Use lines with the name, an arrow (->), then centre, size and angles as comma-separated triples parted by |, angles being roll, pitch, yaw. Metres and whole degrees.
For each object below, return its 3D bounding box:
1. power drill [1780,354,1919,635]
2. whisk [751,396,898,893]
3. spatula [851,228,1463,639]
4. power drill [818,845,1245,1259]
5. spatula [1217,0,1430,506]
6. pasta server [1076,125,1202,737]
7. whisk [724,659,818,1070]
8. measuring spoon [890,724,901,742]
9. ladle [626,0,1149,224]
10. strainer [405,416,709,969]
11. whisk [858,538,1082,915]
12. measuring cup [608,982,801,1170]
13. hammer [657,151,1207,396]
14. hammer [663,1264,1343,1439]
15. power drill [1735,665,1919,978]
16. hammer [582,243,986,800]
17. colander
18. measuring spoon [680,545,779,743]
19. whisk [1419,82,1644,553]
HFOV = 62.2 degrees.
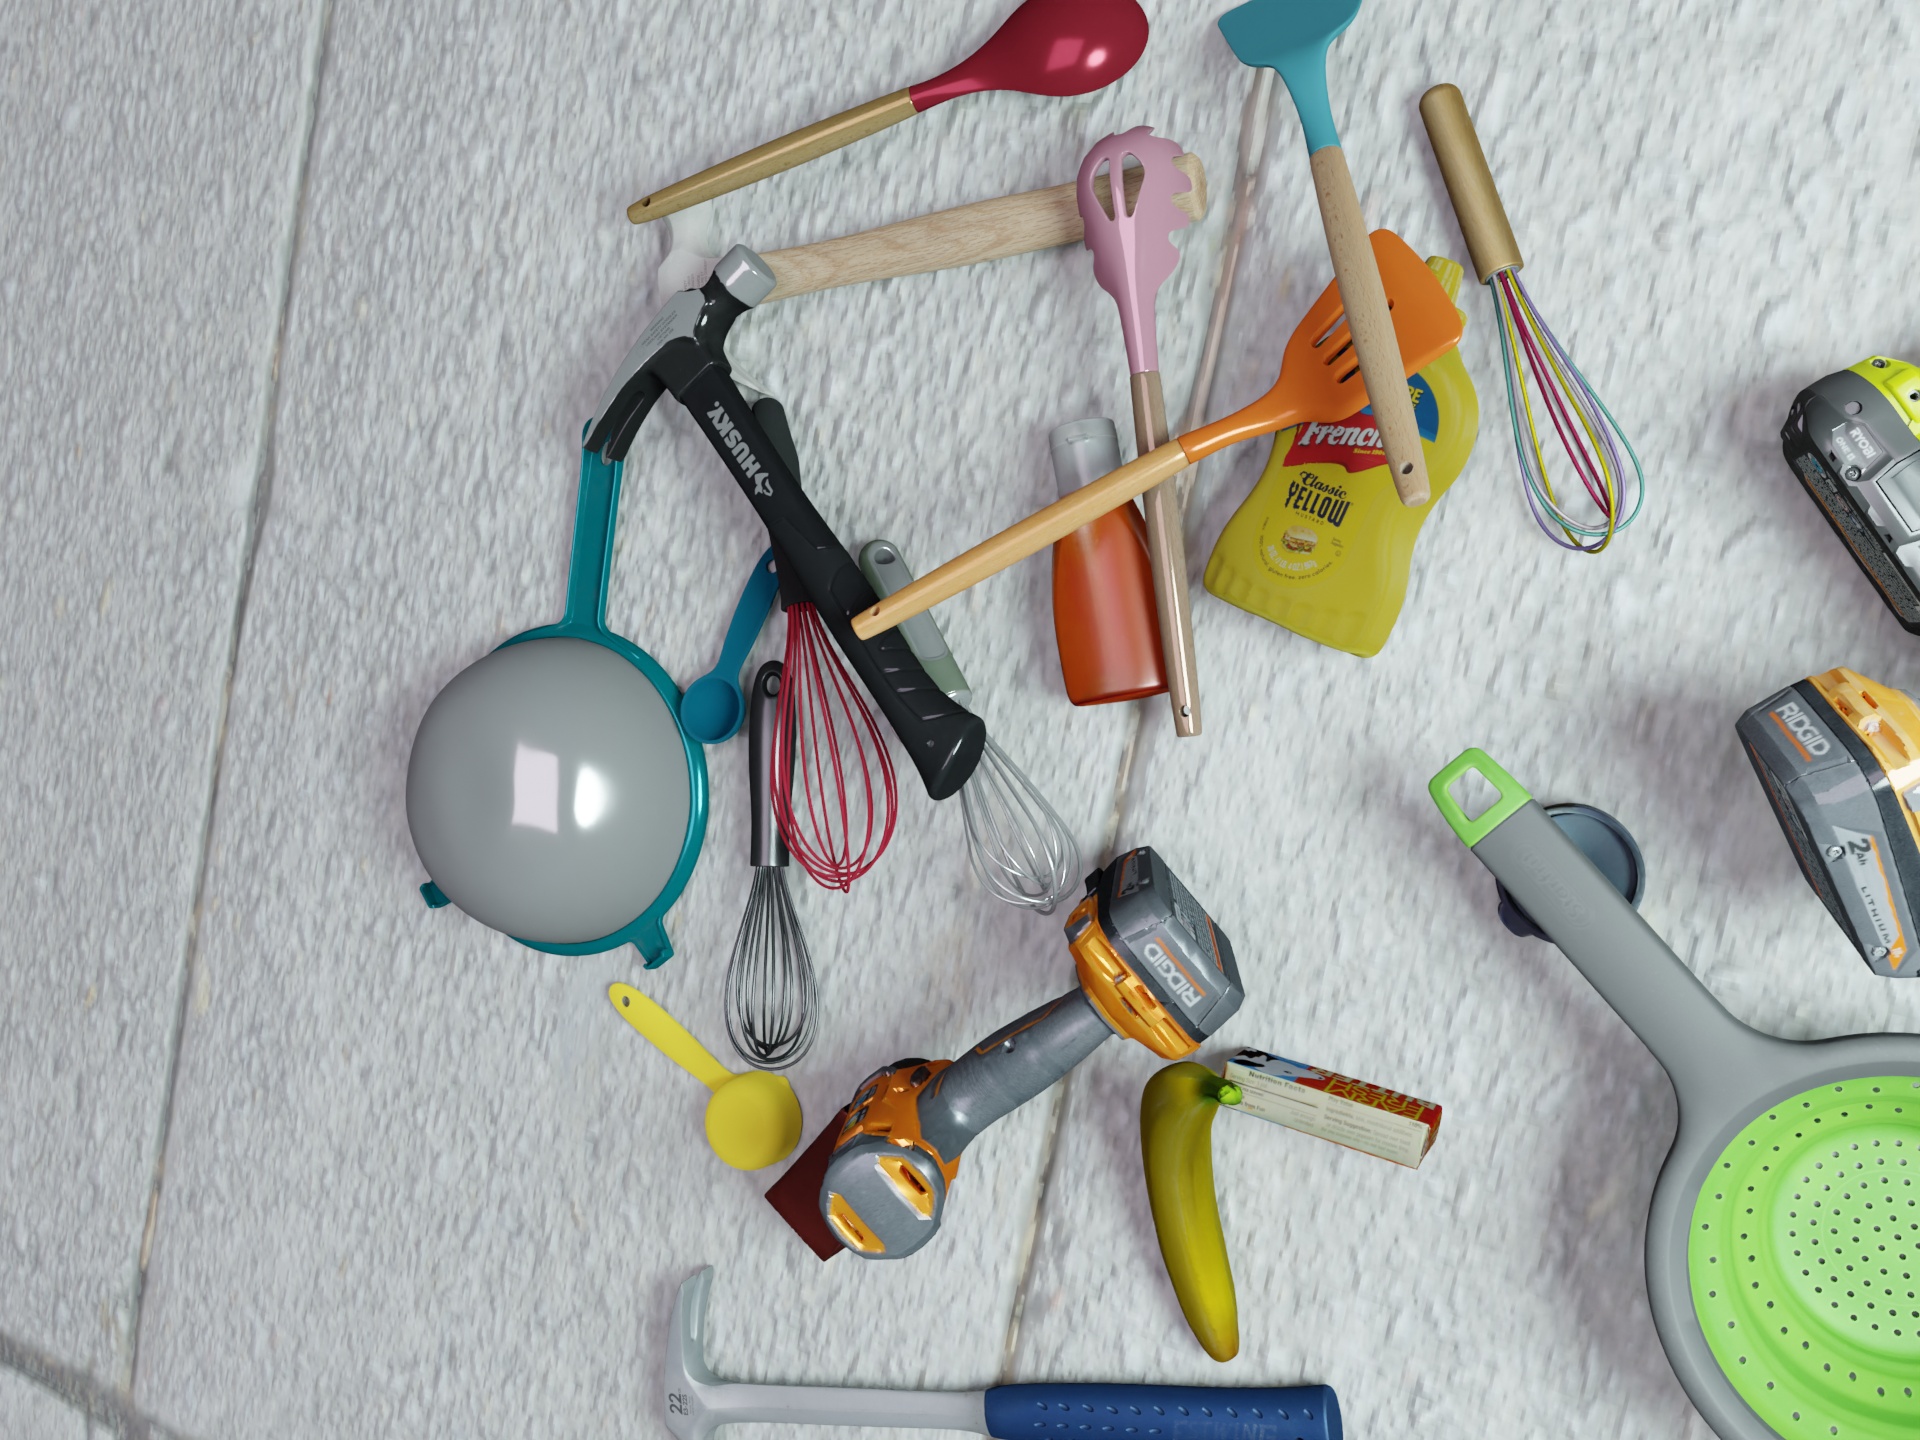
power drill -> 0.481, -0.130, 0.652 | 0.223, 0.080, 0.171 | -34, 82, 18
whisk -> -0.088, -0.047, 0.911 | 0.073, 0.073, 0.296 | -15, 78, 23
spatula -> 0.084, -0.125, 0.776 | 0.322, 0.041, 0.081 | -28, 59, 9
power drill -> 0.032, 0.166, 0.821 | 0.226, 0.164, 0.084 | -40, 94, 9
spatula -> 0.182, -0.240, 0.751 | 0.082, 0.044, 0.318 | -16, 69, 21
pasta server -> 0.100, -0.149, 0.813 | 0.060, 0.040, 0.316 | -7, 91, 23
whisk -> -0.109, 0.083, 0.931 | 0.055, 0.055, 0.239 | -2, 85, 24
measuring spoon -> -0.043, -0.040, 0.918 | 0.034, 0.018, 0.124 | -40, 68, 33
ladle -> -0.049, -0.337, 0.887 | 0.315, 0.031, 0.069 | -16, 74, 18
strainer -> -0.257, -0.018, 0.966 | 0.211, 0.095, 0.340 | 11, 96, 23
whisk -> -0.001, -0.003, 0.861 | 0.058, 0.059, 0.247 | -17, 62, -20
measuring cup -> -0.163, 0.212, 0.963 | 0.157, 0.029, 0.062 | 36, 104, 17
hammer -> -0.025, -0.265, 0.896 | 0.331, 0.031, 0.130 | -4, 89, 23
hammer -> 0.006, 0.381, 0.888 | 0.405, 0.035, 0.144 | -9, 87, 24
power drill -> 0.453, 0.019, 0.628 | 0.226, 0.084, 0.185 | -29, 117, 17
hammer -> -0.089, -0.097, 0.867 | 0.146, 0.035, 0.335 | -40, 68, 18
colander -> 0.356, 0.170, 0.702 | 0.204, 0.094, 0.397 | -44, 71, 17
measuring spoon -> -0.129, -0.045, 0.956 | 0.042, 0.021, 0.128 | 23, 91, 22
whisk -> 0.269, -0.196, 0.762 | 0.051, 0.047, 0.245 | -19, 80, 21
